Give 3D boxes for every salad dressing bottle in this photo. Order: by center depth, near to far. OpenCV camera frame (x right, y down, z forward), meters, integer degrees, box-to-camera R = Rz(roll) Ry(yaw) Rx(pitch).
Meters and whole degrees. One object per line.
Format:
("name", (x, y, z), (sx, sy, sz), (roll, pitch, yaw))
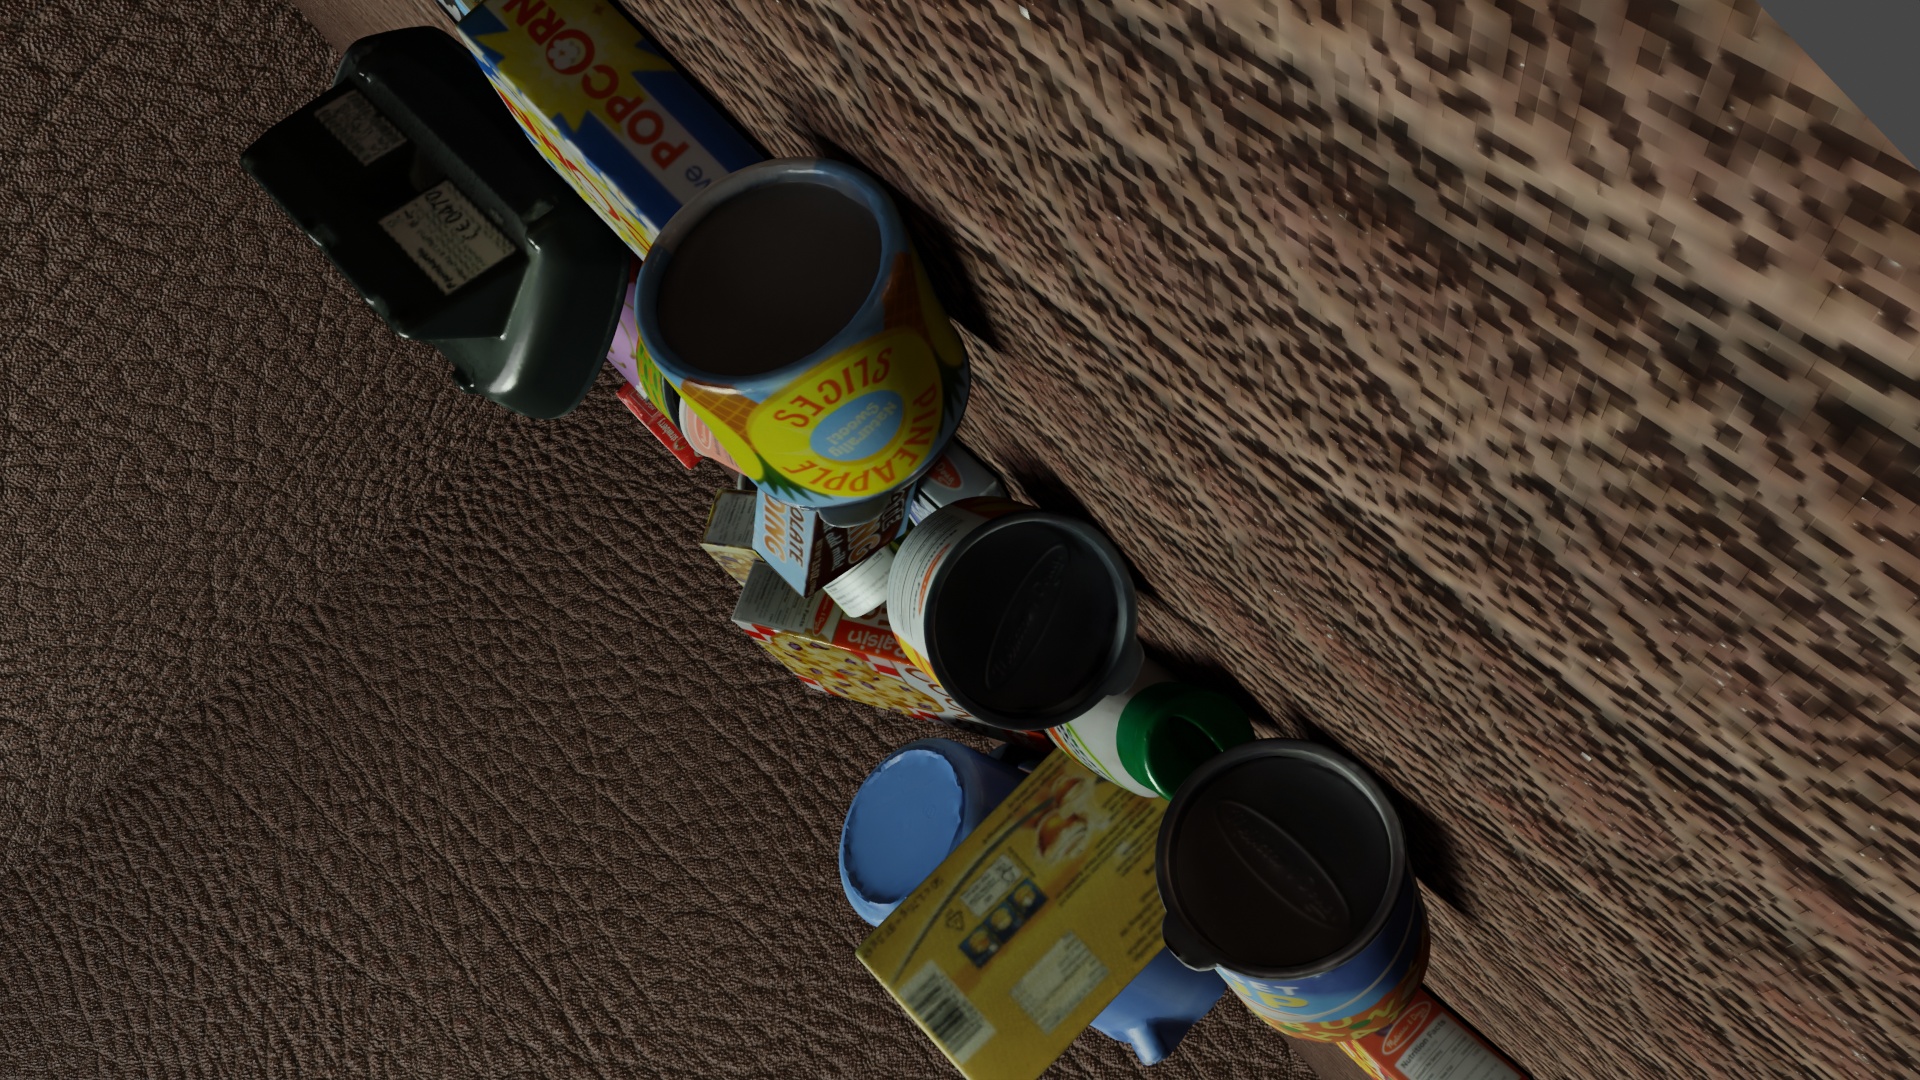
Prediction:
("salad dressing bottle", (0.063, 0.065, 0.491), (0.064, 0.044, 0.147), (48, 173, -3))

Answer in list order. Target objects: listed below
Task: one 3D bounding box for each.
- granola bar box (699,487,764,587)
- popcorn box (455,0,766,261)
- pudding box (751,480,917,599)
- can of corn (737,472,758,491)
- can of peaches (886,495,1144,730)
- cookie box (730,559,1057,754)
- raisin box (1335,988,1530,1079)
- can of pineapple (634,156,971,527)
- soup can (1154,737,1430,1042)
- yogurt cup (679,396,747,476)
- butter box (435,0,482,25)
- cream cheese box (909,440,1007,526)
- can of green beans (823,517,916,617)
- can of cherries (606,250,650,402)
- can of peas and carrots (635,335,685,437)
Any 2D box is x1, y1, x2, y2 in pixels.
("granola bar box", (-0.062, 0.026, 0.821), (0.124, 0.039, 0.165), (8, 159, 19))
("popcorn box", (-0.086, -0.106, 0.424), (0.127, 0.038, 0.085), (46, 174, 5))
("pudding box", (-0.039, -0.023, 0.459), (0.030, 0.050, 0.083), (44, 147, 19))
("can of corn", (-0.099, -0.027, 0.867), (0.071, 0.071, 0.058), (44, 170, 17))
("can of peaches", (0.016, 0.022, 0.434), (0.071, 0.071, 0.058), (48, 173, -15))
("cookie box", (-0.026, 0.067, 0.766), (0.167, 0.040, 0.122), (12, 160, 21))
("raisin box", (0.199, 0.224, 0.617), (0.123, 0.040, 0.086), (37, 169, 49))
("can of pineapple", (-0.036, -0.047, 0.333), (0.071, 0.071, 0.057), (42, 172, 30))
("soup can", (0.096, 0.105, 0.401), (0.071, 0.071, 0.083), (41, 172, 37))
("yogurt cup", (-0.060, -0.048, 0.509), (0.054, 0.072, 0.072), (35, 169, 23))
("butter box", (-0.145, -0.165, 0.500), (0.103, 0.024, 0.053), (49, 172, -22))
("cream cheese box", (0.002, -0.007, 0.530), (0.053, 0.024, 0.103), (43, 173, 29))
("can of green beans", (-0.050, -0.005, 0.688), (0.058, 0.071, 0.071), (47, 173, -12))
("can of cherries", (-0.137, -0.108, 0.635), (0.058, 0.071, 0.071), (48, 173, -10))
("can of peas and carrots", (-0.099, -0.075, 0.581), (0.070, 0.071, 0.059), (50, 173, -29))
